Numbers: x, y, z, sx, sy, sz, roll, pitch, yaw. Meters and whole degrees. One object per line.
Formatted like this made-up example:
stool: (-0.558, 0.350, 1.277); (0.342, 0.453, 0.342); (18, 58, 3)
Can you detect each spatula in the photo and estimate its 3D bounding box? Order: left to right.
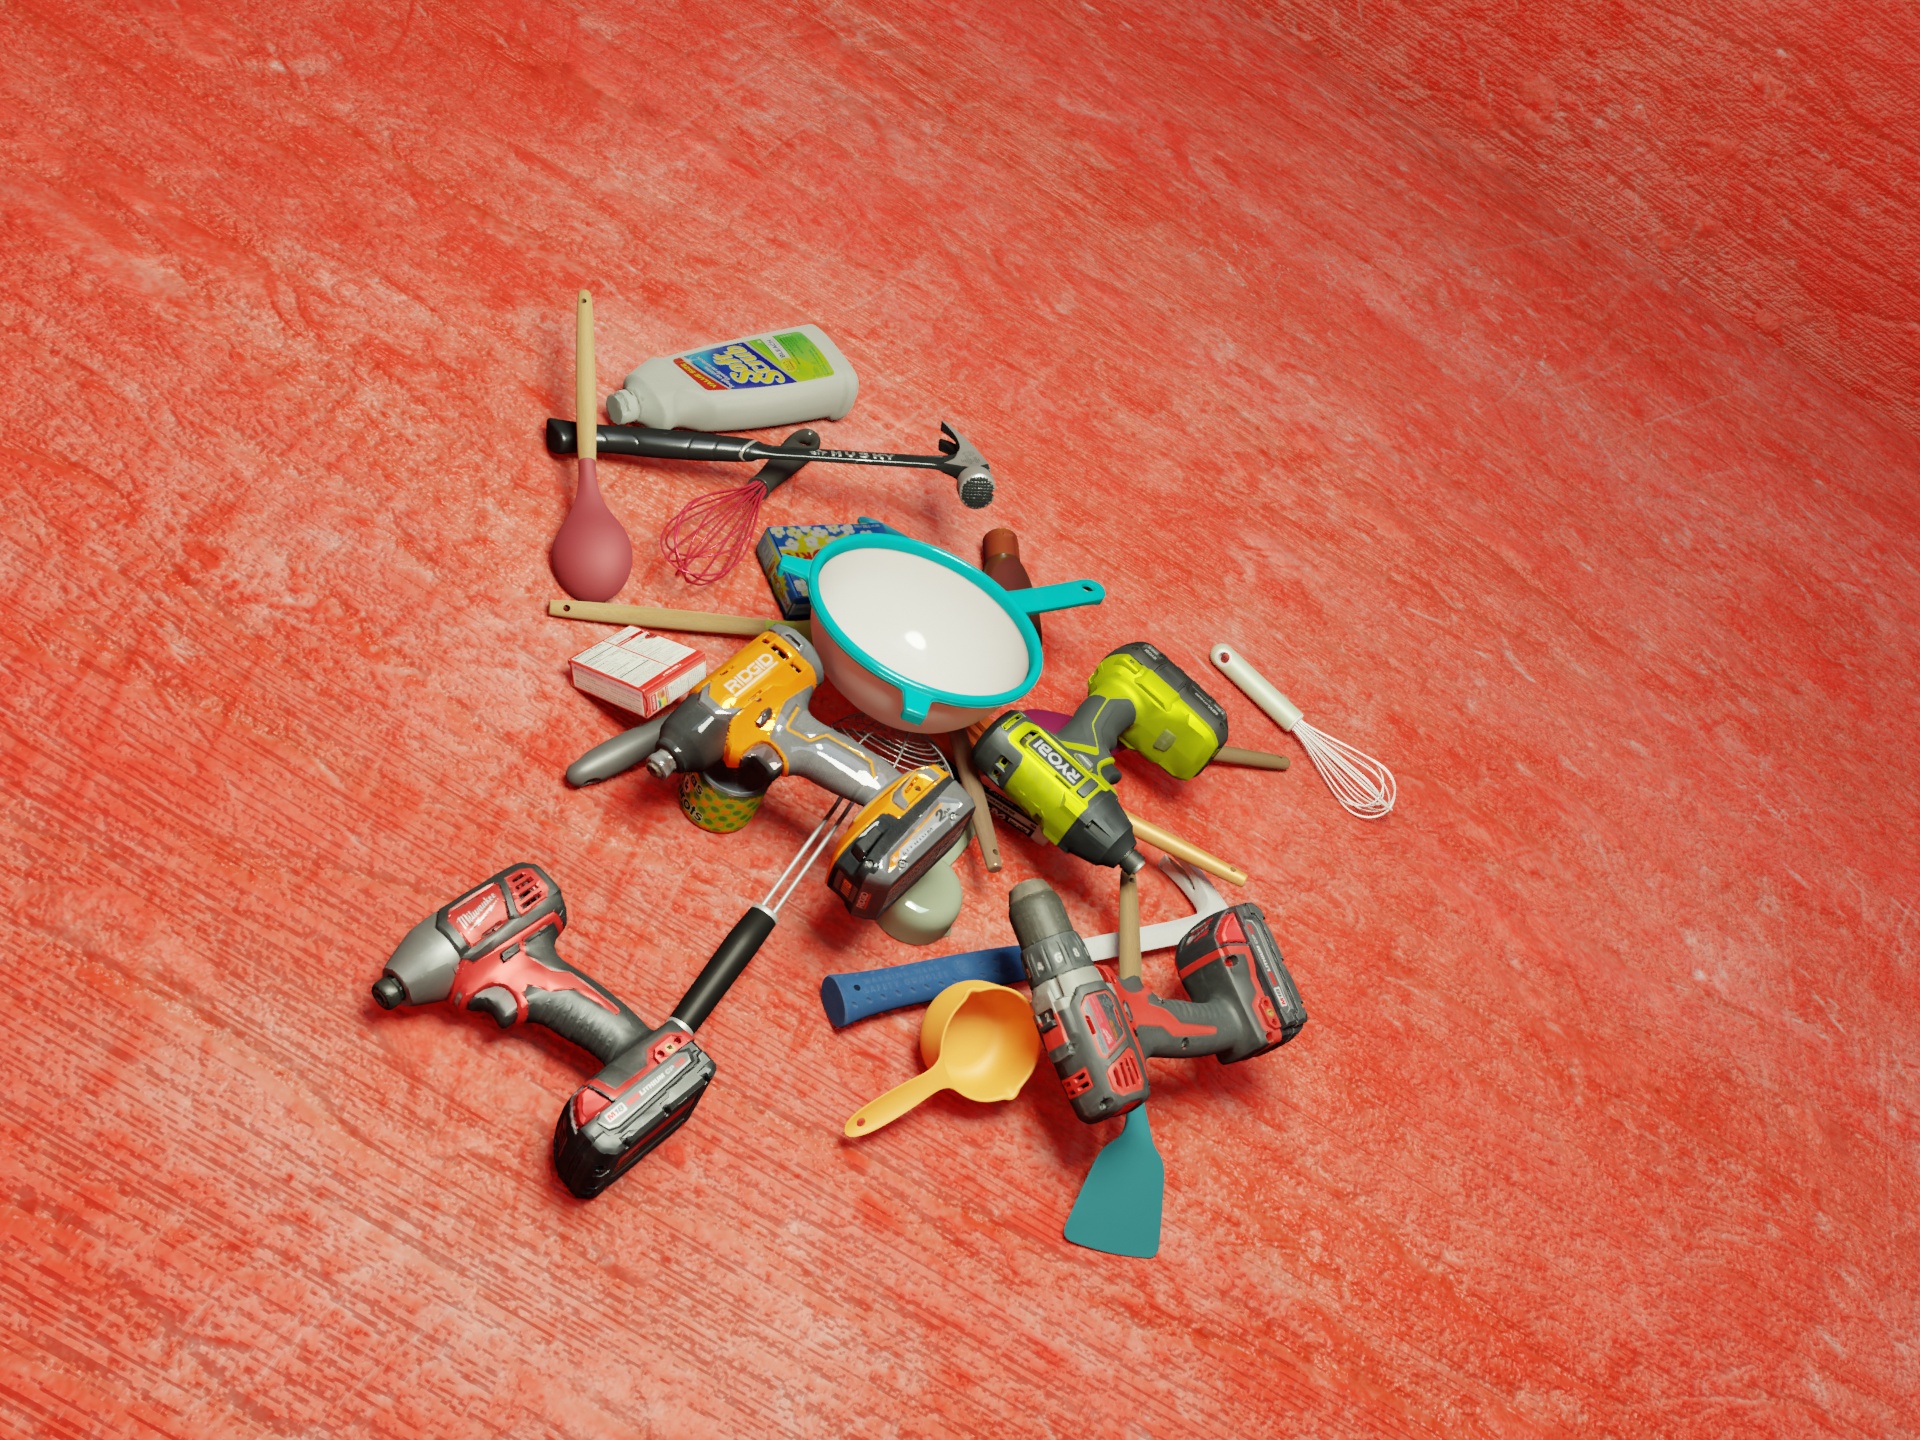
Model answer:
spatula: (0.111, 0.065, 1.423); (0.322, 0.041, 0.081); (27, 44, 9)
spatula: (0.130, 0.261, 1.275); (0.082, 0.044, 0.318); (18, 52, -19)

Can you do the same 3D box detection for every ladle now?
ladle: (-0.329, -0.251, 1.408); (0.069, 0.031, 0.316); (-5, 67, -4)
ladle: (-0.194, -0.085, 1.386); (0.320, 0.062, 0.078); (4, 85, -23)

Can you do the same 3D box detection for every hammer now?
hammer: (-0.177, -0.253, 1.482); (0.409, 0.036, 0.149); (3, 30, -10)
hammer: (0.070, 0.193, 1.322); (0.405, 0.035, 0.144); (-5, 58, -33)

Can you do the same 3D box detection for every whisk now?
whisk: (-0.225, -0.002, 1.311); (0.239, 0.055, 0.055); (-30, 73, -37)
whisk: (-0.197, -0.208, 1.487); (0.073, 0.073, 0.296); (33, 38, -2)
whisk: (0.349, 0.008, 1.631); (0.246, 0.058, 0.059); (45, 12, 14)

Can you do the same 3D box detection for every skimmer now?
skimmer: (-0.124, 0.124, 1.272); (0.127, 0.090, 0.363); (29, 55, 9)

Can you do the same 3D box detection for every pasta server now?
pasta server: (-0.002, -0.004, 1.403); (0.060, 0.040, 0.317); (8, 48, -29)

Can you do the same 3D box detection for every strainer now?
strainer: (0.000, -0.068, 1.385); (0.340, 0.095, 0.211); (-14, 53, -46)

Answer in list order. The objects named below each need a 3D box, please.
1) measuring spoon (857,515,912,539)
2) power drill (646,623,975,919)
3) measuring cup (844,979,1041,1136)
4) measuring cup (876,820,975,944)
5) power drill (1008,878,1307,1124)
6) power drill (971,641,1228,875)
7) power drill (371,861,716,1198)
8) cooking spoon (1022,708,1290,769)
measuring spoon: (-0.048, -0.162, 1.564); (0.128, 0.021, 0.042); (30, 44, 8)
power drill: (-0.120, 0.044, 1.218); (0.226, 0.084, 0.164); (41, 57, 12)
measuring cup: (-0.022, 0.260, 1.201); (0.173, 0.052, 0.095); (-27, 104, -23)
measuring cup: (-0.014, 0.116, 1.334); (0.083, 0.038, 0.168); (36, 47, 2)
power drill: (0.146, 0.201, 1.246); (0.226, 0.080, 0.188); (-6, 65, -37)
power drill: (0.134, 0.033, 1.396); (0.171, 0.080, 0.223); (43, 44, 11)
power drill: (-0.286, 0.207, 1.083); (0.220, 0.078, 0.143); (43, 46, 12)
cooking spoon: (0.194, 0.023, 1.525); (0.318, 0.017, 0.069); (9, 31, -31)
